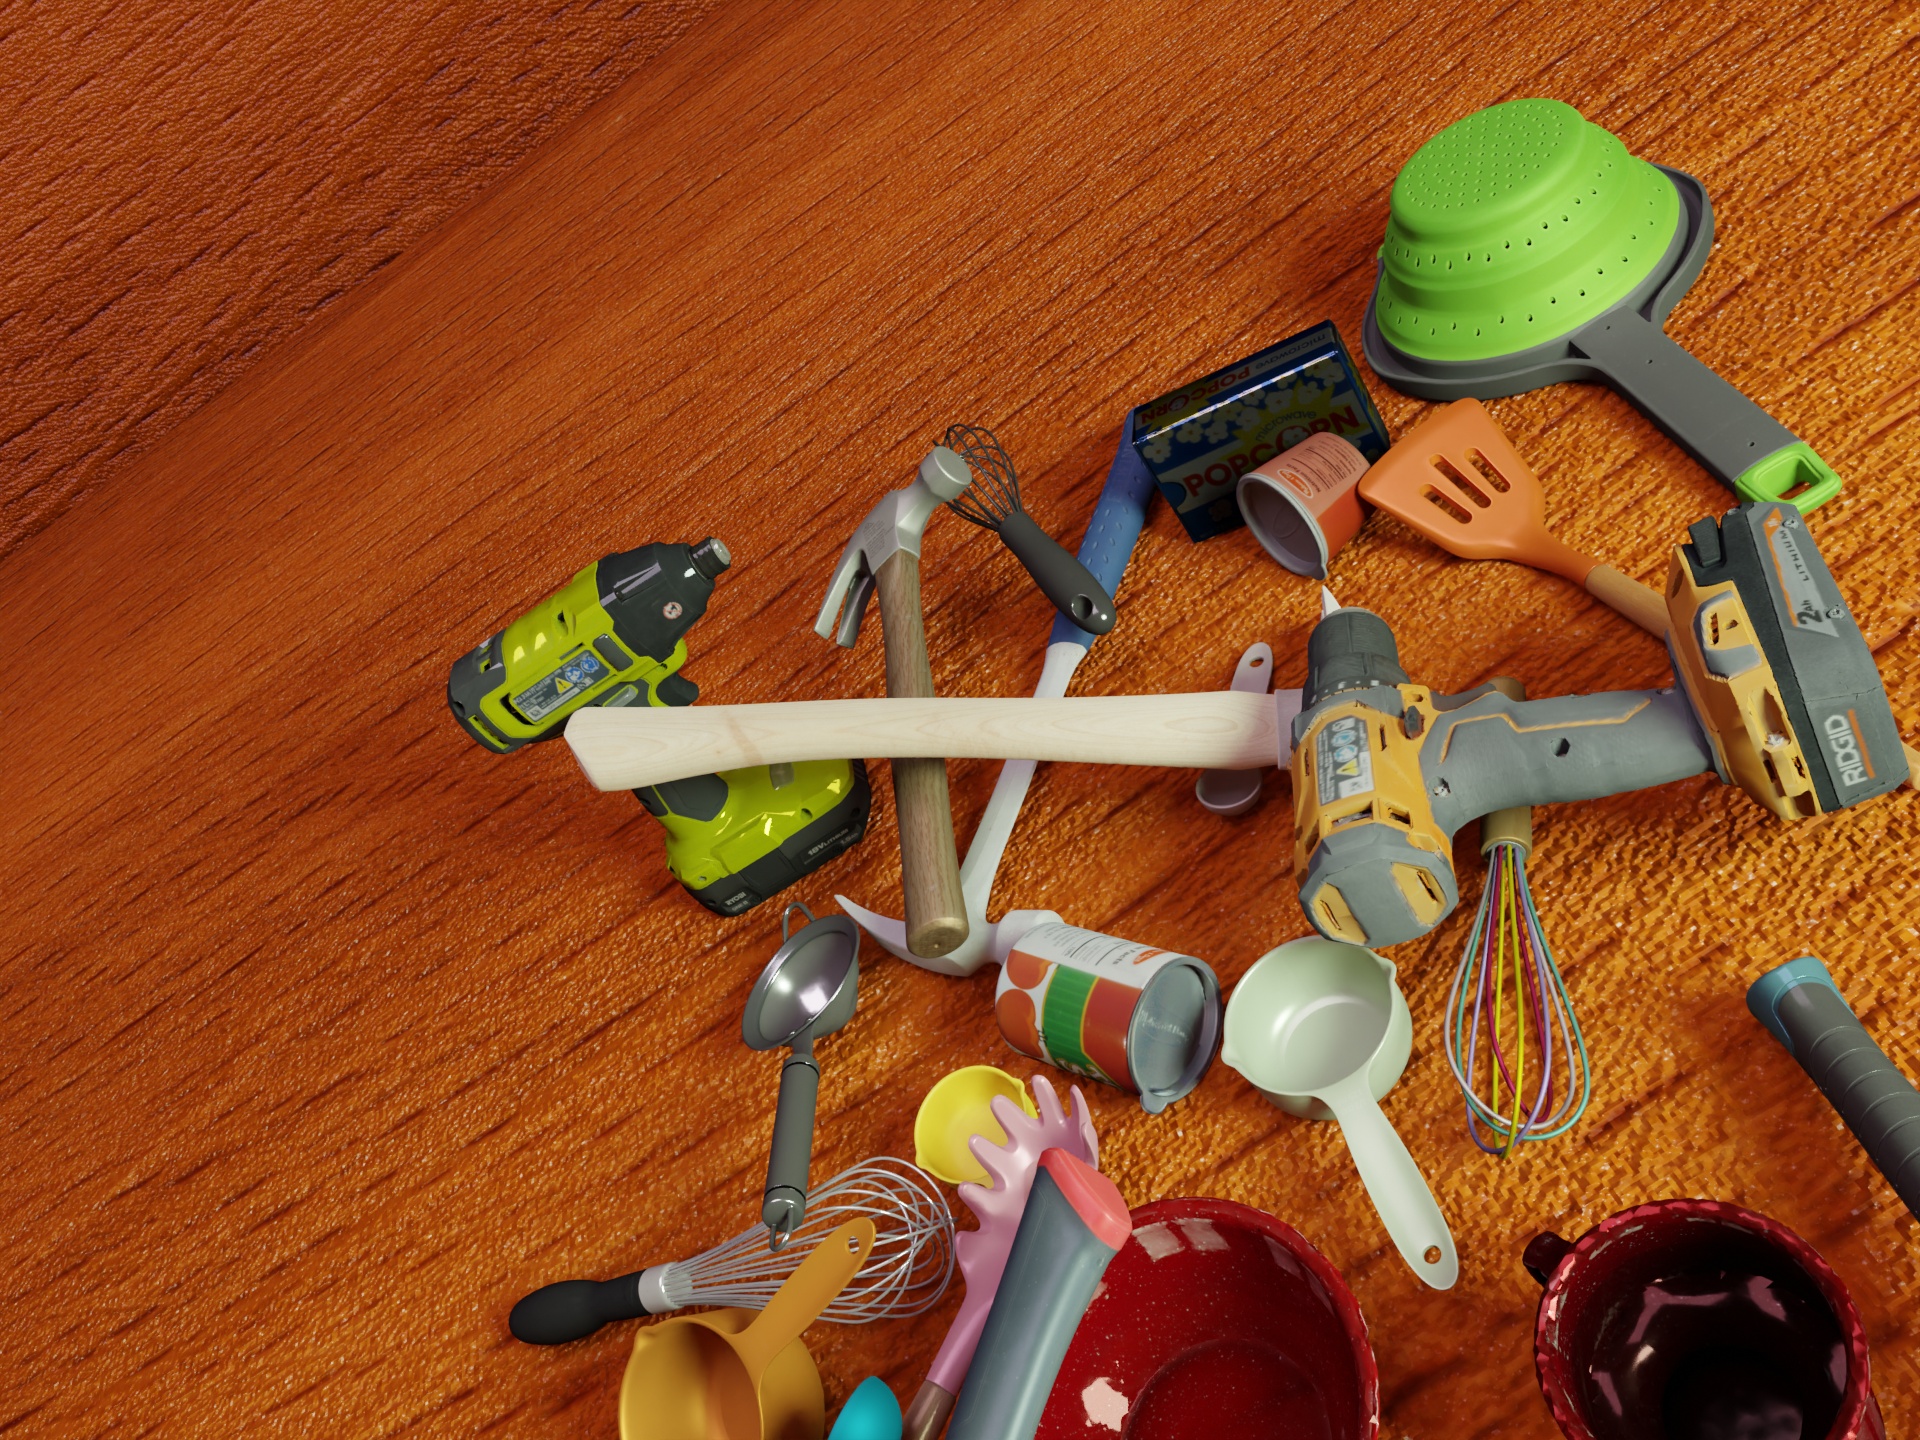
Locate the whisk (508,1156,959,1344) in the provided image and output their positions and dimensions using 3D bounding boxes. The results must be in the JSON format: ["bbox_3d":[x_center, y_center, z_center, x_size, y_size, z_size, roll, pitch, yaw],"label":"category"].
[{"bbox_3d":[-0.119,0.266,0.765,0.284,0.070,0.070,-22,41,29],"label":"whisk"}]

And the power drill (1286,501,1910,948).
[{"bbox_3d":[0.245,-0.011,0.668,0.226,0.084,0.185,-21,34,24],"label":"power drill"}]

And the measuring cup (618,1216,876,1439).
[{"bbox_3d":[-0.076,0.271,0.683,0.173,0.052,0.095,-51,56,16],"label":"measuring cup"}]

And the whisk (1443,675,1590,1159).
[{"bbox_3d":[0.233,0.071,0.672,0.051,0.047,0.245,-15,41,31],"label":"whisk"}]

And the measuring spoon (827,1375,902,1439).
[{"bbox_3d":[-0.052,0.311,0.592,0.021,0.042,0.129,19,73,21],"label":"measuring spoon"}]

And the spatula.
[{"bbox_3d":[0.310,-0.062,0.740,0.081,0.041,0.323,-39,38,1],"label":"spatula"}]

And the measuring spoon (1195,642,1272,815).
[{"bbox_3d":[0.150,0.005,0.834,0.034,0.018,0.124,-5,42,27],"label":"measuring spoon"}]

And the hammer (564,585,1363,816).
[{"bbox_3d":[-0.001,-0.003,0.821,0.410,0.038,0.146,-1,49,9],"label":"hammer"}]

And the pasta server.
[{"bbox_3d":[-0.025,0.288,0.631,0.060,0.040,0.316,4,53,45],"label":"pasta server"}]

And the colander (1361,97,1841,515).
[{"bbox_3d":[0.331,-0.238,0.854,0.204,0.094,0.398,-32,38,11],"label":"colander"}]

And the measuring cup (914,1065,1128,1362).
[{"bbox_3d":[0.033,0.222,0.711,0.062,0.029,0.157,-38,49,-1],"label":"measuring cup"}]

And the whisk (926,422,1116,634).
[{"bbox_3d":[0.037,-0.118,0.967,0.055,0.055,0.239,-38,42,3],"label":"whisk"}]

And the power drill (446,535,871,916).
[{"bbox_3d":[-0.155,0.003,0.917,0.171,0.223,0.080,-32,38,11],"label":"power drill"}]

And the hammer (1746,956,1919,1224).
[{"bbox_3d":[0.318,0.181,0.446,0.033,0.128,0.331,-30,30,12],"label":"hammer"}]

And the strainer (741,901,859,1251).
[{"bbox_3d":[-0.079,0.173,0.791,0.087,0.050,0.259,-39,19,15],"label":"strainer"}]

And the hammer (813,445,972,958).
[{"bbox_3d":[-0.030,-0.009,0.901,0.130,0.031,0.332,-42,38,32],"label":"hammer"}]

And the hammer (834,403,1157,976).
[{"bbox_3d":[0.053,-0.032,0.931,0.144,0.035,0.406,-4,50,38],"label":"hammer"}]

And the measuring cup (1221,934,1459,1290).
[{"bbox_3d":[0.165,0.161,0.644,0.083,0.038,0.168,-32,40,11],"label":"measuring cup"}]

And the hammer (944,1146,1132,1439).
[{"bbox_3d":[-0.031,0.336,0.552,0.143,0.038,0.386,-6,53,47],"label":"hammer"}]
